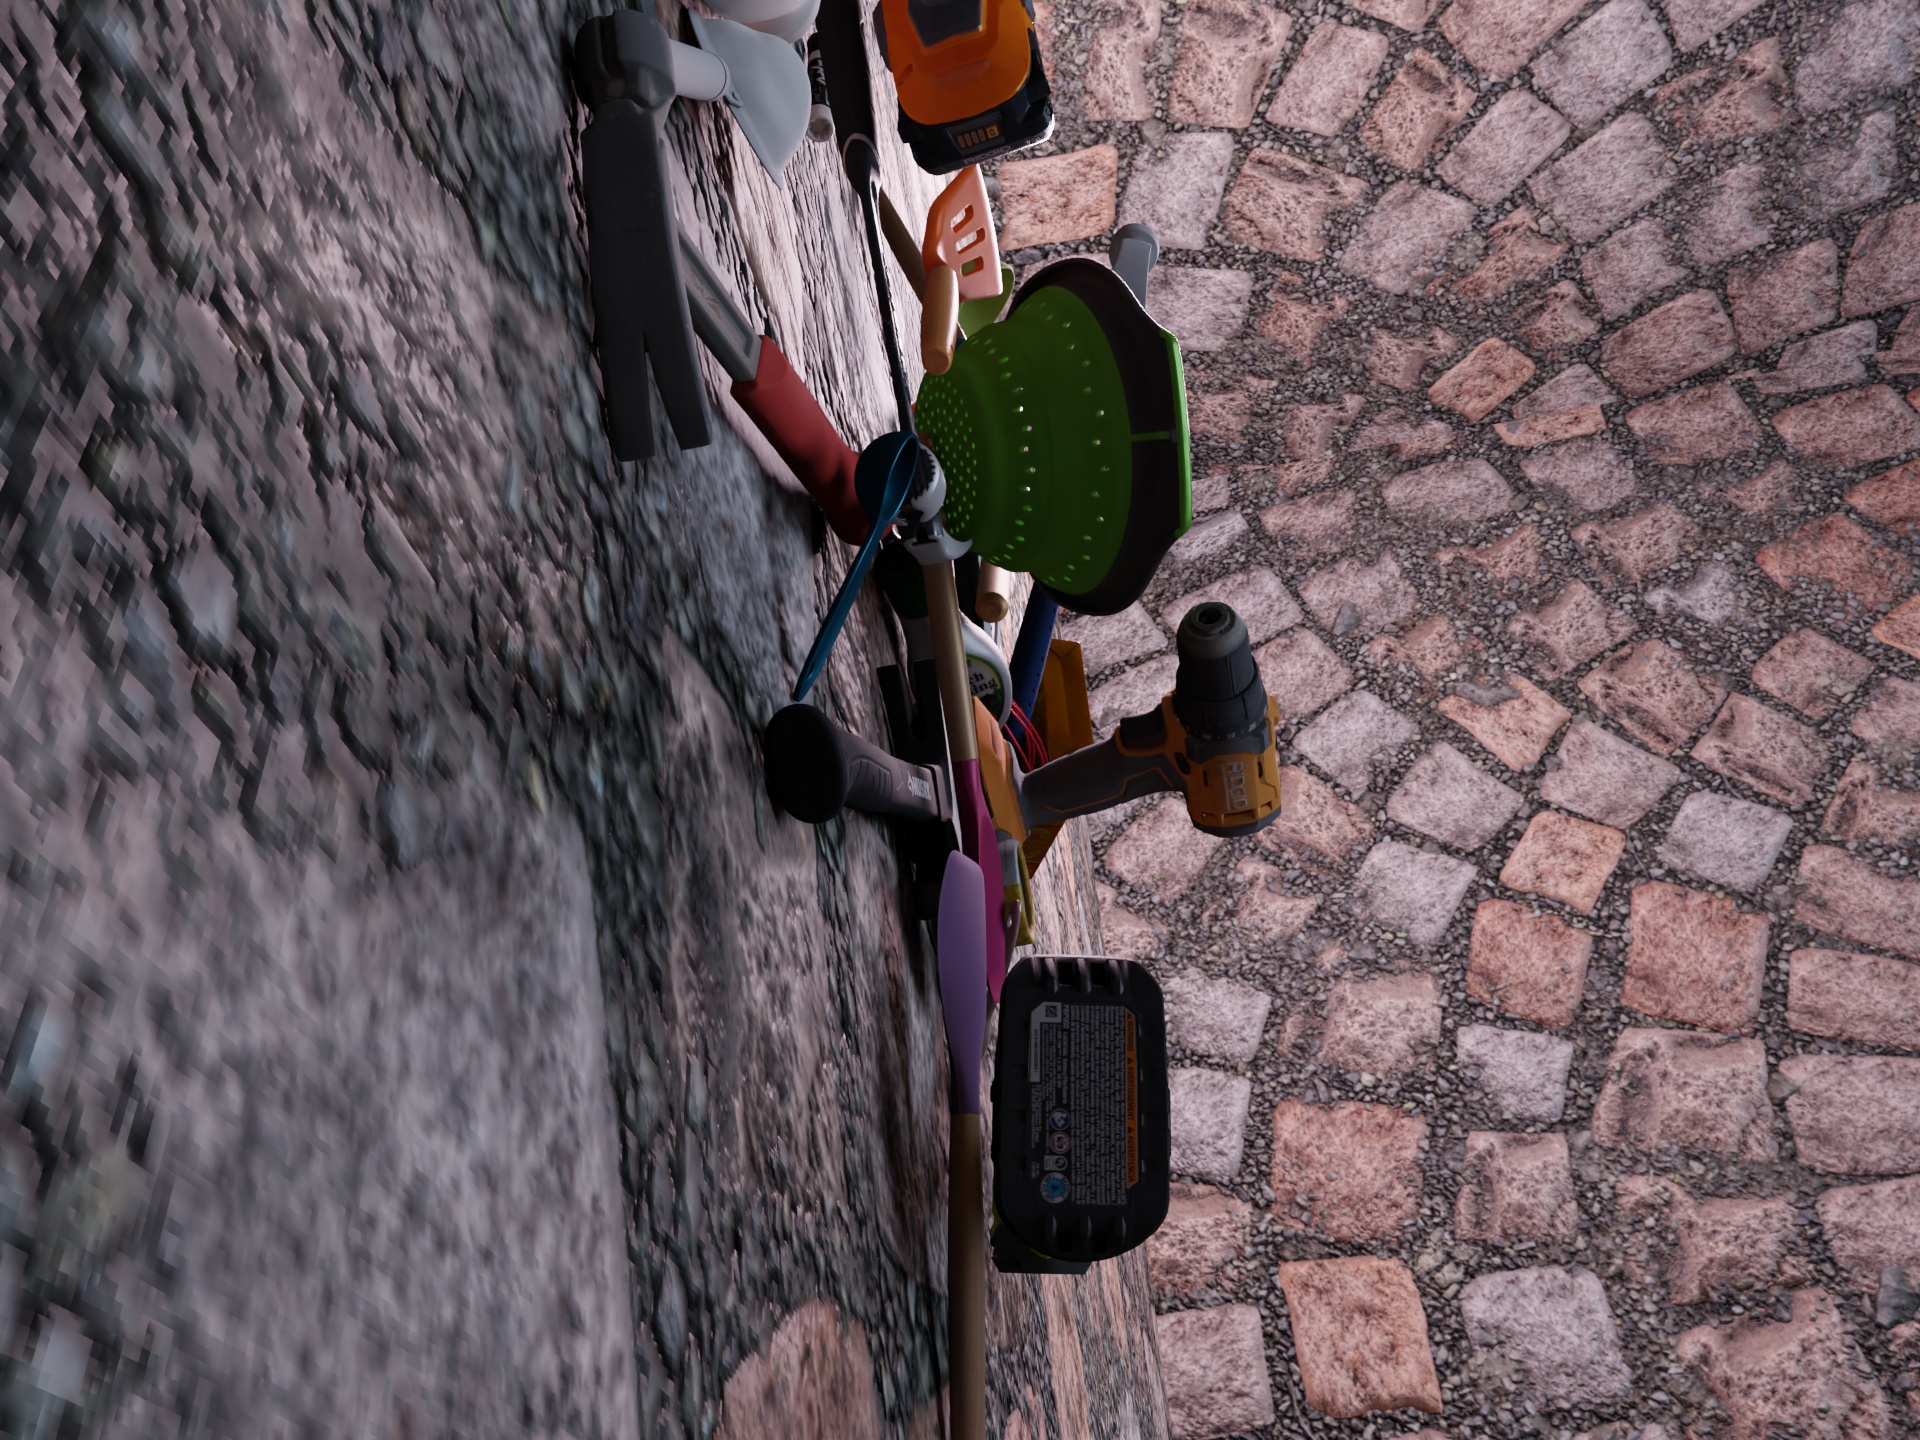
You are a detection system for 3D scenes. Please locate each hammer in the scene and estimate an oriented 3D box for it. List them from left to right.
[{"bbox_3d":[-0.076,-0.126,0.663,0.359,0.036,0.149,48,33,-77],"label":"hammer"},{"bbox_3d":[-0.046,-0.274,0.838,0.149,0.036,0.409,58,22,-74],"label":"hammer"},{"bbox_3d":[-0.039,0.024,0.765,0.334,0.035,0.146,38,43,-80],"label":"hammer"},{"bbox_3d":[0.071,-0.134,1.120,0.144,0.035,0.405,-73,177,-60],"label":"hammer"}]

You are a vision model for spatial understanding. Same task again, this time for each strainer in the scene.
[{"bbox_3d":[-0.100,-0.265,0.656,0.087,0.050,0.258,62,14,-13],"label":"strainer"}]

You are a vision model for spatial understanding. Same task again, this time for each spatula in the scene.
[{"bbox_3d":[-0.021,-0.290,1.149,0.318,0.044,0.082,64,-27,25],"label":"spatula"},{"bbox_3d":[-0.001,-0.226,0.824,0.323,0.041,0.081,-89,168,-64],"label":"spatula"},{"bbox_3d":[0.002,0.217,0.769,0.059,0.018,0.316,38,47,-58],"label":"spatula"}]

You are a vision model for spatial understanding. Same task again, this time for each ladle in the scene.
[{"bbox_3d":[0.002,-0.196,1.176,0.078,0.062,0.320,75,17,-74],"label":"ladle"}]

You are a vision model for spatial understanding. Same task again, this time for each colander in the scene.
[{"bbox_3d":[0.002,-0.166,0.981,0.397,0.094,0.204,-162,-116,-66],"label":"colander"}]

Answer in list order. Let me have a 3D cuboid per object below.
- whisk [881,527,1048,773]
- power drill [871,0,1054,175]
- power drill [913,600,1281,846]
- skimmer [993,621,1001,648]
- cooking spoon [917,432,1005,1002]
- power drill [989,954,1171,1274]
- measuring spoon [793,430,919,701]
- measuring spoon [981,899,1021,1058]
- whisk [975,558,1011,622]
[{"bbox_3d":[-0.001,-0.035,1.091,0.073,0.073,0.295,-93,165,-47],"label":"whisk"},{"bbox_3d":[-0.021,-0.374,0.764,0.226,0.084,0.164,54,25,-60],"label":"power drill"},{"bbox_3d":[0.083,0.013,0.979,0.185,0.226,0.084,73,10,-49],"label":"power drill"},{"bbox_3d":[0.001,-0.079,1.297,0.127,0.090,0.363,44,47,-71],"label":"skimmer"},{"bbox_3d":[-0.001,-0.003,0.884,0.068,0.017,0.319,6,76,-78],"label":"cooking spoon"},{"bbox_3d":[0.050,0.195,0.816,0.223,0.080,0.171,99,-8,-72],"label":"power drill"},{"bbox_3d":[-0.052,-0.069,0.689,0.042,0.021,0.129,67,46,-78],"label":"measuring spoon"},{"bbox_3d":[0.015,0.152,0.940,0.034,0.018,0.124,-101,-159,-53],"label":"measuring spoon"},{"bbox_3d":[0.029,-0.119,1.100,0.245,0.047,0.051,-82,-173,-67],"label":"whisk"}]
